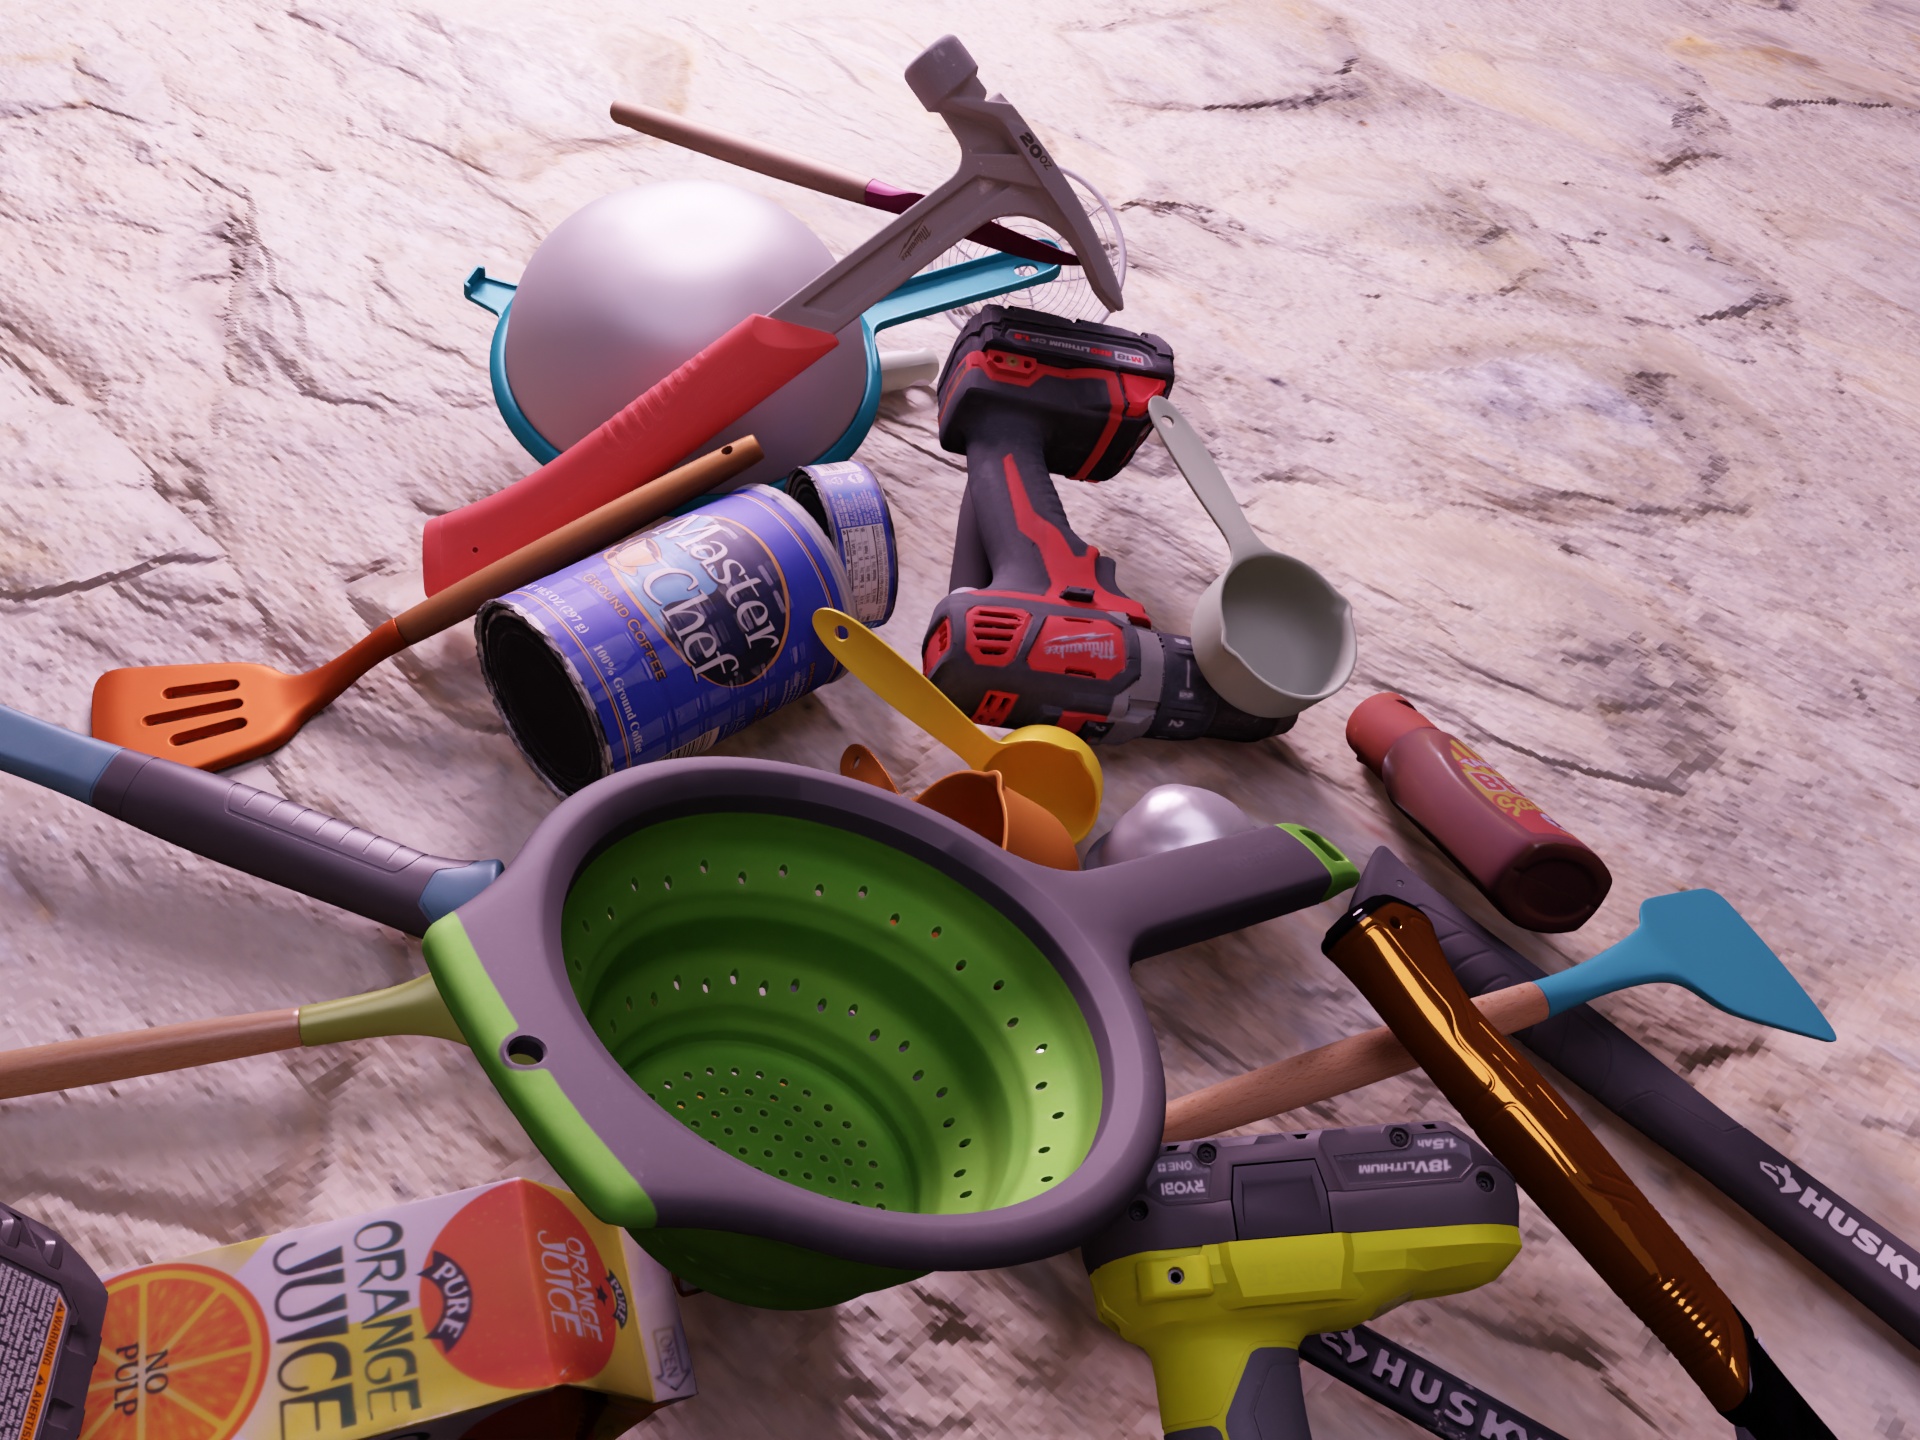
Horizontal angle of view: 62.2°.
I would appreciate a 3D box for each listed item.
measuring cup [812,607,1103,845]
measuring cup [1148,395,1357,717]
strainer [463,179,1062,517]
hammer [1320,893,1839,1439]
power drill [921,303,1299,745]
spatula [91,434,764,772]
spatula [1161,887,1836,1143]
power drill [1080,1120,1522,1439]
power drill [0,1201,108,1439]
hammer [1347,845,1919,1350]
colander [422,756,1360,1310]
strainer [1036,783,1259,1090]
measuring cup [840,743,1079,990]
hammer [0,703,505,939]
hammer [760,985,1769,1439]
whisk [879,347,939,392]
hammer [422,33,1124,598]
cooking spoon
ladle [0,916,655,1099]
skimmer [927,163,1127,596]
[{"bbox_3d":[-0.001,-0.002,0.715,0.156,0.062,0.029,40,27,-2],"label":"measuring cup"},{"bbox_3d":[0.124,-0.077,0.755,0.083,0.038,0.168,-19,74,-31],"label":"measuring cup"},{"bbox_3d":[-0.086,-0.237,0.858,0.340,0.095,0.211,-21,64,-20],"label":"strainer"},{"bbox_3d":[0.236,0.199,0.533,0.127,0.034,0.337,-19,61,-37],"label":"hammer"},{"bbox_3d":[0.073,-0.089,0.802,0.187,0.080,0.227,7,60,-15],"label":"power drill"},{"bbox_3d":[-0.238,-0.057,0.728,0.322,0.041,0.081,-28,53,-2],"label":"spatula"},{"bbox_3d":[0.203,0.125,0.626,0.317,0.044,0.082,-14,49,-14],"label":"spatula"},{"bbox_3d":[0.121,0.241,0.469,0.171,0.080,0.223,-5,60,2],"label":"power drill"},{"bbox_3d":[-0.355,0.202,0.425,0.228,0.080,0.191,-20,46,11],"label":"power drill"},{"bbox_3d":[0.297,0.161,0.644,0.146,0.035,0.335,-32,57,-32],"label":"hammer"},{"bbox_3d":[0.009,0.101,0.545,0.397,0.094,0.205,-7,41,-46],"label":"colander"},{"bbox_3d":[0.067,0.088,0.650,0.087,0.050,0.258,5,34,28],"label":"strainer"},{"bbox_3d":[-0.007,0.055,0.687,0.052,0.095,0.174,30,8,-29],"label":"measuring cup"},{"bbox_3d":[-0.339,0.028,0.661,0.331,0.033,0.128,19,62,5],"label":"hammer"},{"bbox_3d":[0.099,0.198,0.575,0.409,0.036,0.149,26,46,17],"label":"hammer"},{"bbox_3d":[-0.122,-0.194,0.923,0.246,0.059,0.058,-14,8,-27],"label":"whisk"},{"bbox_3d":[-0.102,-0.158,0.761,0.359,0.149,0.037,-36,12,4],"label":"hammer"},{"bbox_3d":[-0.069,-0.295,0.871,0.319,0.017,0.068,25,16,23],"label":"cooking spoon"},{"bbox_3d":[-0.272,0.117,0.584,0.320,0.062,0.078,-8,83,-12],"label":"ladle"},{"bbox_3d":[0.027,-0.201,0.919,0.127,0.090,0.364,12,45,-3],"label":"skimmer"}]
